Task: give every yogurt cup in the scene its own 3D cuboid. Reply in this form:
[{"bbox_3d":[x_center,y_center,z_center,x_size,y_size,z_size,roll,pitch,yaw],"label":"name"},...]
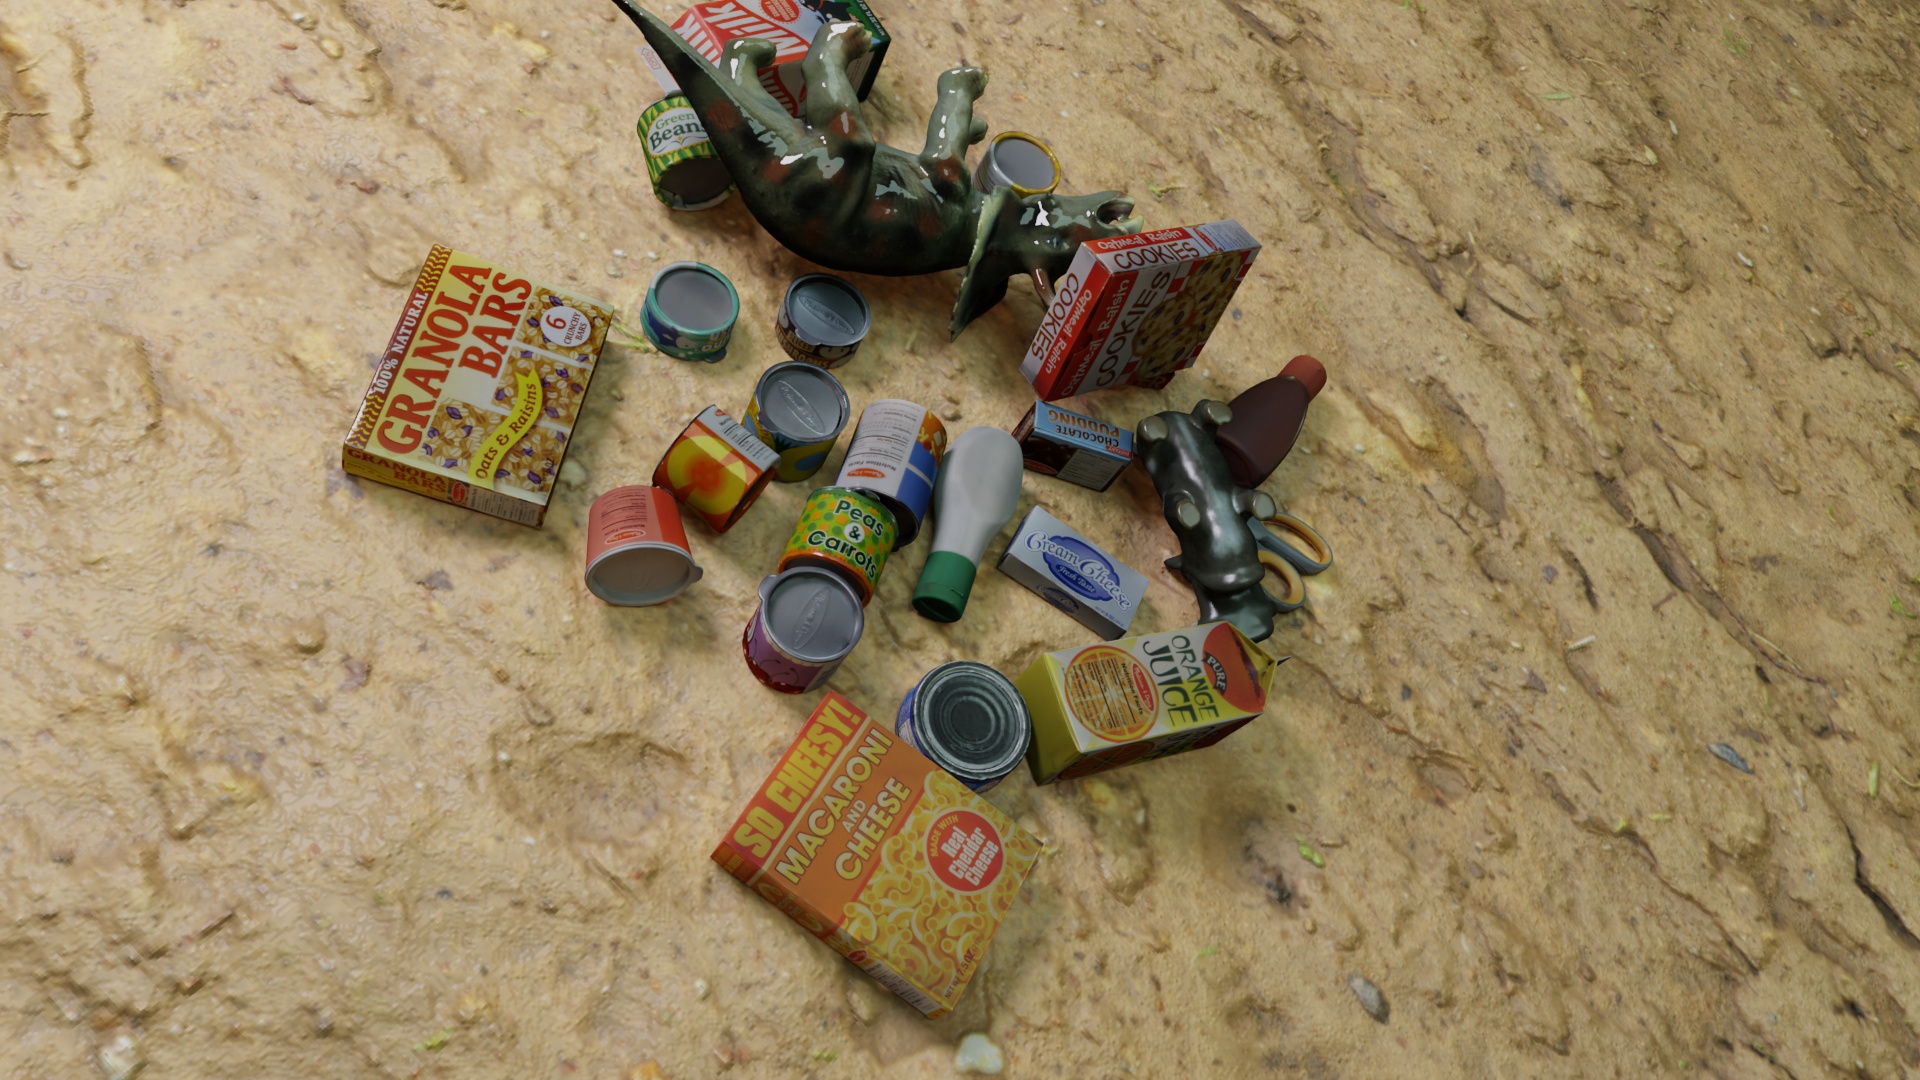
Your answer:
[{"bbox_3d":[-0.204,0.002,0.875,0.072,0.072,0.054,1,54,-24],"label":"yogurt cup"}]

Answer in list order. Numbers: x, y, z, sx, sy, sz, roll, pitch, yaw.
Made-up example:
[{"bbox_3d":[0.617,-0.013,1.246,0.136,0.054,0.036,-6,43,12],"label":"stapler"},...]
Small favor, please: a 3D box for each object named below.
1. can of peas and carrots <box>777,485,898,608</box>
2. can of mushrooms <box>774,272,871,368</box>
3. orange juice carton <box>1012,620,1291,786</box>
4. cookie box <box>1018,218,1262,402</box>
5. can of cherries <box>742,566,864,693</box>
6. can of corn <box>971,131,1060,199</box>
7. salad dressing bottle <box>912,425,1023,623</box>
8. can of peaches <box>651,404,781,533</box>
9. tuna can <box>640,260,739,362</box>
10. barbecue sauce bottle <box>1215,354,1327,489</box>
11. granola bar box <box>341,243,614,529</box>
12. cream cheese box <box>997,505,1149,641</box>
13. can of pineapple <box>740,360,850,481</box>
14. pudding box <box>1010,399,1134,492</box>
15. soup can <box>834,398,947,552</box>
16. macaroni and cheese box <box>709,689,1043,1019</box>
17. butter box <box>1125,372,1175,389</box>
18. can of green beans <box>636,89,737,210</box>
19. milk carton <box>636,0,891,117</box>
[{"bbox_3d":[-0.080,0.006,0.922,0.071,0.070,0.059,26,56,-9],"label":"can of peas and carrots"},{"bbox_3d":[-0.104,-0.161,1.030,0.071,0.033,0.071,11,59,-19],"label":"can of mushrooms"},{"bbox_3d":[0.136,0.108,0.960,0.193,0.071,0.073,-8,66,-27],"label":"orange juice carton"},{"bbox_3d":[0.136,-0.173,1.044,0.168,0.122,0.040,-17,57,-38],"label":"cookie box"},{"bbox_3d":[-0.104,0.056,0.891,0.071,0.058,0.072,10,60,-18],"label":"can of cherries"},{"bbox_3d":[0.045,-0.298,1.159,0.071,0.058,0.071,11,59,-18],"label":"can of corn"},{"bbox_3d":[0.004,-0.012,0.986,0.064,0.044,0.148,36,54,-26],"label":"salad dressing bottle"},{"bbox_3d":[-0.162,-0.045,0.920,0.058,0.071,0.071,37,54,-1],"label":"can of peaches"},{"bbox_3d":[-0.191,-0.163,0.992,0.071,0.032,0.071,11,58,-18],"label":"tuna can"},{"bbox_3d":[0.256,-0.104,1.152,0.065,0.043,0.149,43,54,5],"label":"barbecue sauce bottle"},{"bbox_3d":[-0.308,-0.101,0.901,0.124,0.039,0.166,18,57,-15],"label":"granola bar box"},{"bbox_3d":[0.083,0.024,1.013,0.104,0.024,0.054,33,53,-4],"label":"cream cheese box"},{"bbox_3d":[-0.118,-0.082,0.963,0.071,0.057,0.071,11,58,-18],"label":"can of pineapple"},{"bbox_3d":[0.084,-0.071,1.052,0.084,0.049,0.030,16,56,-15],"label":"pudding box"},{"bbox_3d":[-0.050,-0.045,0.971,0.071,0.071,0.084,24,55,-10],"label":"soup can"},{"bbox_3d":[-0.049,0.190,0.850,0.166,0.040,0.124,37,54,-2],"label":"macaroni and cheese box"},{"bbox_3d":[0.122,-0.156,1.133,0.104,0.024,0.053,5,60,-22],"label":"butter box"},{"bbox_3d":[-0.203,-0.289,1.038,0.071,0.071,0.058,-7,66,-27],"label":"can of green beans"},{"bbox_3d":[-0.158,-0.384,1.108,0.191,0.073,0.072,-26,76,-33],"label":"milk carton"}]
